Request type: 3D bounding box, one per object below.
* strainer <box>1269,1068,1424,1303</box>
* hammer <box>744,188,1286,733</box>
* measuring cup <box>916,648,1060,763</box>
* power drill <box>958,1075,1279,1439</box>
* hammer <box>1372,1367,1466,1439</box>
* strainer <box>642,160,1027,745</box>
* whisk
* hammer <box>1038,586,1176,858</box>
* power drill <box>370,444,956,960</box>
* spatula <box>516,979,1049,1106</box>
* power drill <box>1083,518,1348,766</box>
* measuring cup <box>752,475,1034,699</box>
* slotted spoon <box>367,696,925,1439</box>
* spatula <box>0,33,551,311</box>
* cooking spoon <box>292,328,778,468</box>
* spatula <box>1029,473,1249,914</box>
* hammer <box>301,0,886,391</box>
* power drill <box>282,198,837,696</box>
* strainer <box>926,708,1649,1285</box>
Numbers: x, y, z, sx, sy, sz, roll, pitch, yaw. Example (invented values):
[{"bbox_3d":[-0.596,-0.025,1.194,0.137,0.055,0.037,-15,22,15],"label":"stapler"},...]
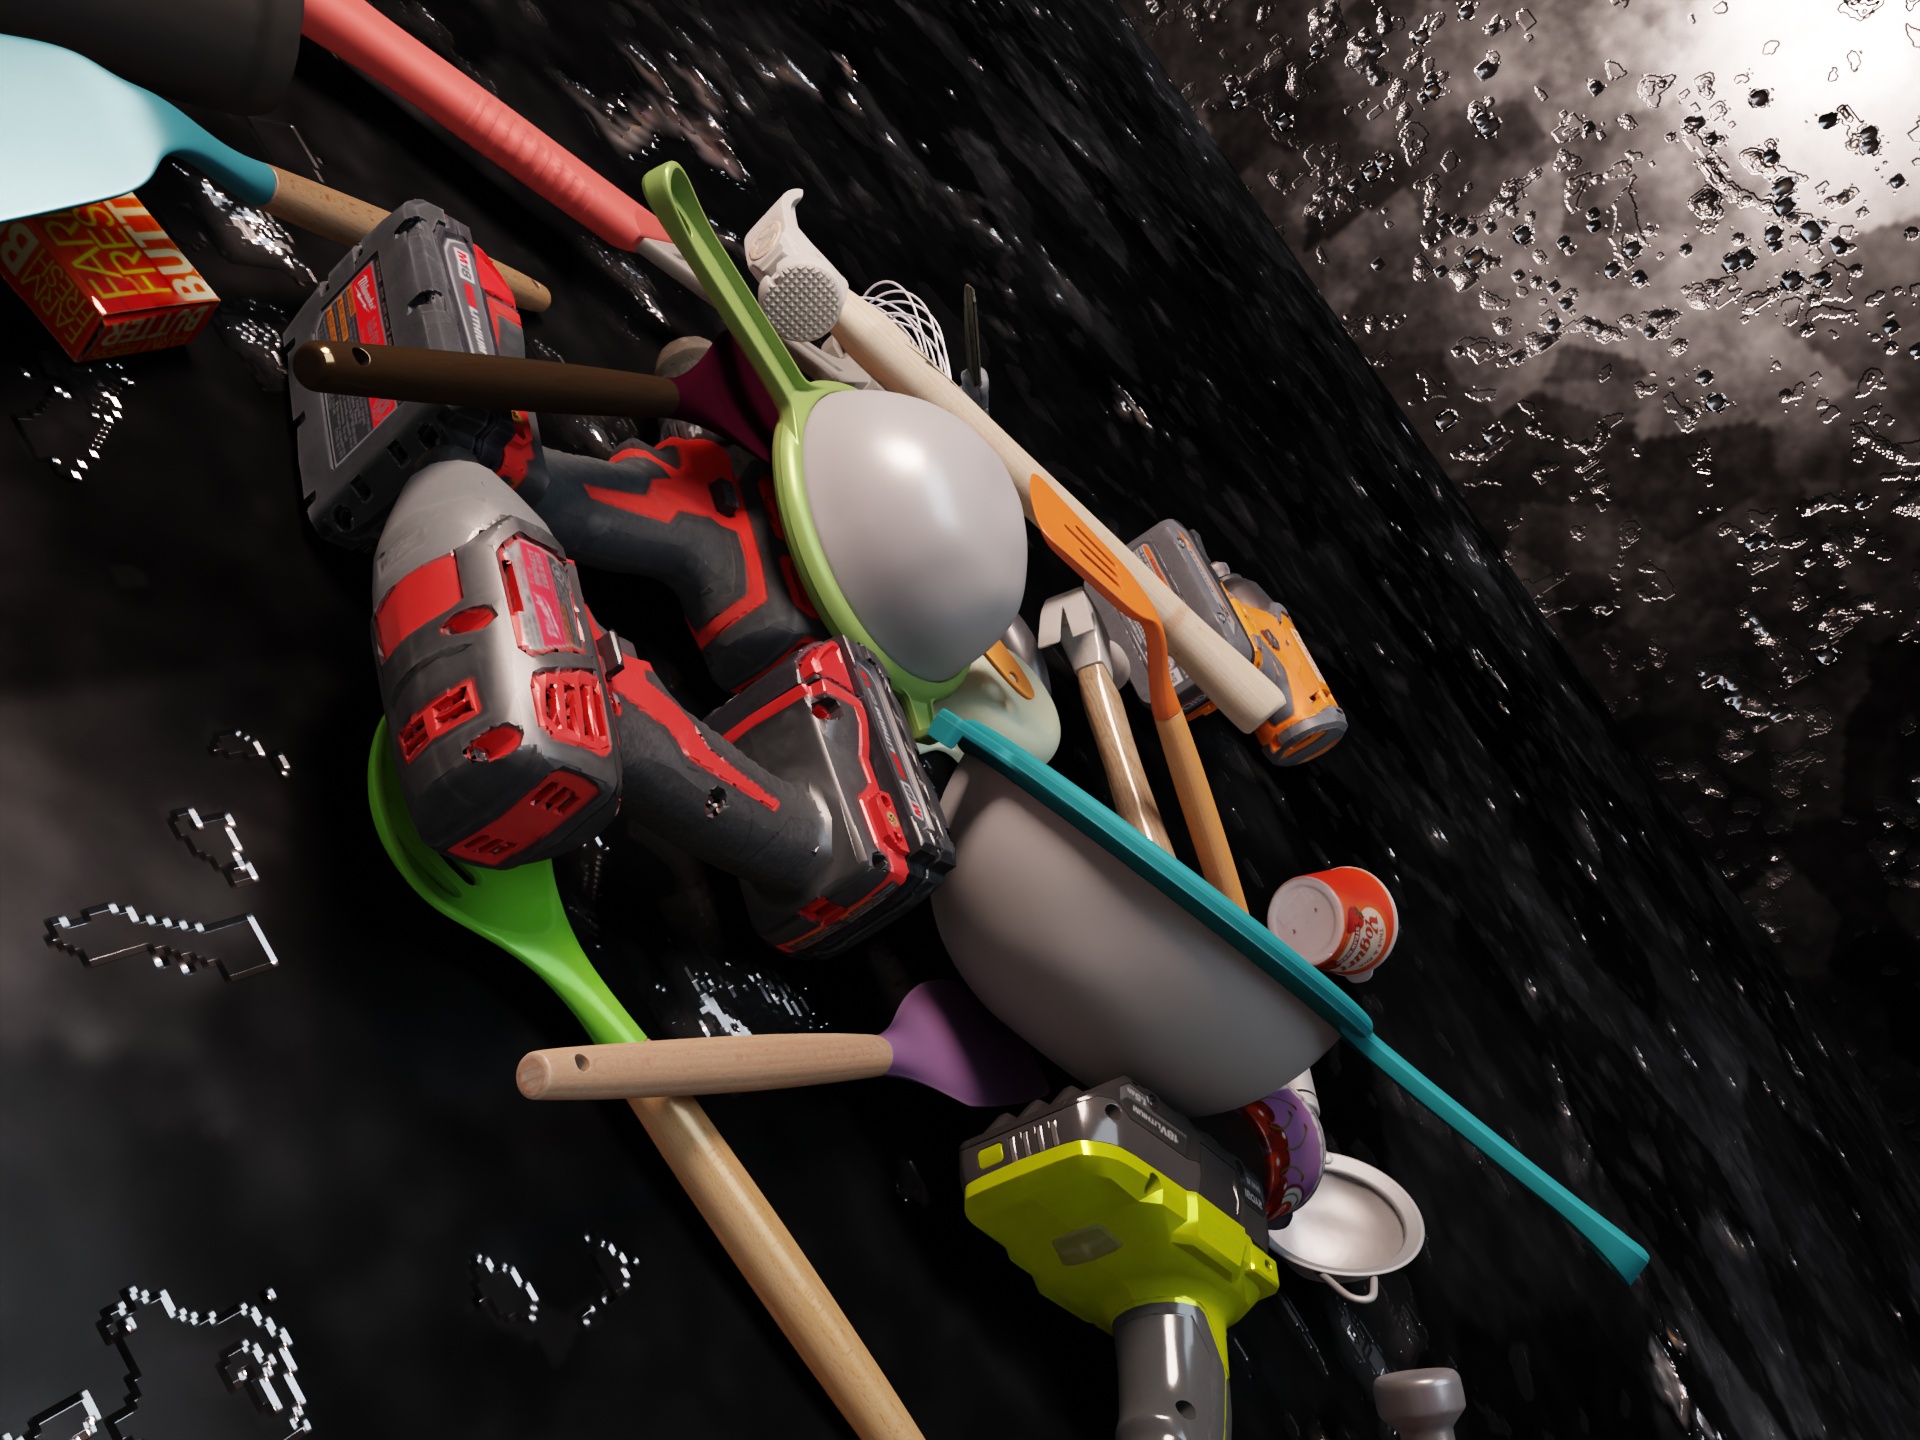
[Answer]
[{"bbox_3d":[0.179,0.209,0.827,0.087,0.050,0.259,3,32,-1],"label":"strainer"},{"bbox_3d":[0.043,-0.126,0.872,0.410,0.038,0.146,39,19,-29],"label":"hammer"},{"bbox_3d":[-0.001,-0.003,0.783,0.083,0.038,0.167,60,25,12],"label":"measuring cup"},{"bbox_3d":[0.057,0.245,0.541,0.171,0.080,0.223,42,31,-33],"label":"power drill"},{"bbox_3d":[0.143,0.309,0.522,0.386,0.038,0.143,34,44,-63],"label":"hammer"},{"bbox_3d":[-0.037,-0.126,0.667,0.256,0.069,0.152,57,29,-29],"label":"strainer"},{"bbox_3d":[-0.008,-0.128,0.912,0.070,0.070,0.285,5,59,-56],"label":"whisk"},{"bbox_3d":[0.101,0.071,0.847,0.129,0.031,0.332,50,22,-58],"label":"hammer"},{"bbox_3d":[-0.103,-0.003,0.542,0.219,0.078,0.143,30,31,-53],"label":"power drill"},{"bbox_3d":[-0.044,0.118,0.565,0.060,0.018,0.315,60,19,22],"label":"spatula"},{"bbox_3d":[0.176,-0.061,1.099,0.226,0.084,0.164,17,43,-56],"label":"power drill"},{"bbox_3d":[-0.037,-0.063,0.781,0.173,0.052,0.095,48,29,-11],"label":"measuring cup"},{"bbox_3d":[-0.092,0.127,0.502,0.314,0.031,0.070,55,24,-1],"label":"slotted spoon"},{"bbox_3d":[-0.247,-0.183,0.582,0.082,0.044,0.317,55,15,8],"label":"spatula"},{"bbox_3d":[-0.123,-0.120,0.582,0.319,0.017,0.069,-22,92,-68],"label":"cooking spoon"},{"bbox_3d":[0.106,0.018,0.832,0.081,0.041,0.322,-91,161,-62],"label":"spatula"},{"bbox_3d":[-0.180,-0.257,0.774,0.358,0.036,0.149,32,24,-30],"label":"hammer"},{"bbox_3d":[-0.148,-0.115,0.644,0.226,0.080,0.188,23,40,-50],"label":"power drill"},{"bbox_3d":[0.107,0.136,0.648,0.340,0.095,0.211,38,-2,15],"label":"strainer"}]
